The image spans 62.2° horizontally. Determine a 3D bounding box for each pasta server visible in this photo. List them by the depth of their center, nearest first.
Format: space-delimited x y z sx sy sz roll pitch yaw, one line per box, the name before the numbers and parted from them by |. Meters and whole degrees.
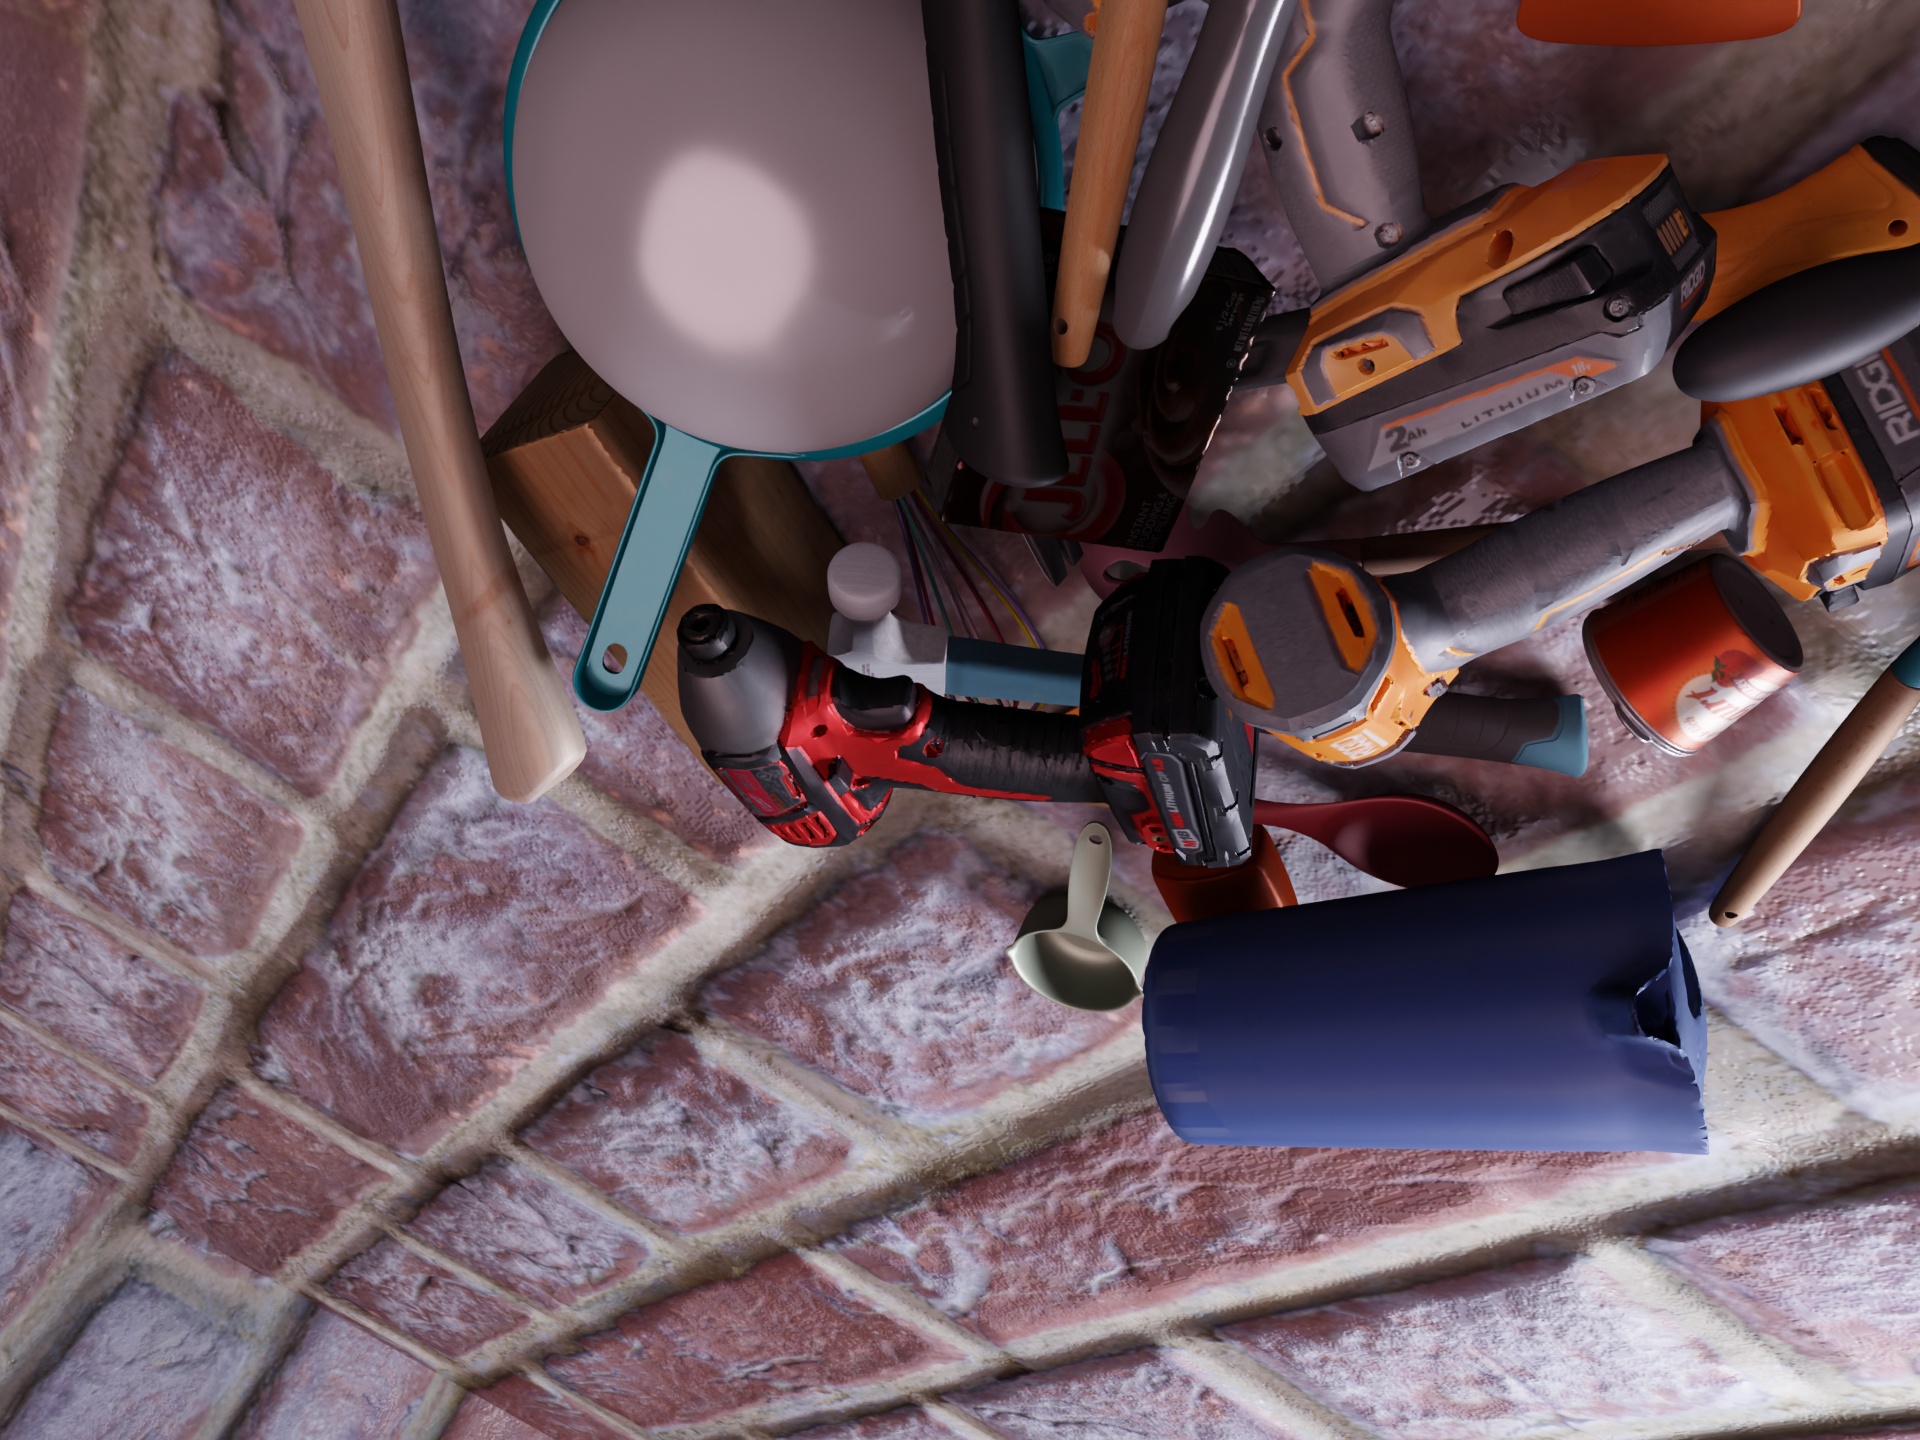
pasta server | 0.191 -0.074 0.643 0.316 0.040 0.060 -3 133 24

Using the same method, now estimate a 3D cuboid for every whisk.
whisk | 0.330 -0.146 0.409 0.284 0.070 0.070 -21 124 19
whisk | 0.081 -0.195 0.418 0.055 0.055 0.238 22 137 4
whisk | -0.021 -0.086 0.725 0.047 0.051 0.244 -1 131 36

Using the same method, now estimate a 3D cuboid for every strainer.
strainer | -0.097 -0.129 0.583 0.211 0.095 0.340 24 117 -4

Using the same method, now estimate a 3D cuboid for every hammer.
hammer | 0.004 -0.229 0.446 0.146 0.035 0.334 19 126 44
hammer | 0.159 -0.133 0.571 0.337 0.034 0.127 -7 115 30
hammer | -0.228 -0.158 0.650 0.146 0.038 0.410 5 115 27
hammer | 0.108 -0.011 0.684 0.331 0.033 0.128 7 150 0

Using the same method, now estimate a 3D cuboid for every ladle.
ladle | 0.099 0.038 0.754 0.315 0.031 0.069 9 142 -4

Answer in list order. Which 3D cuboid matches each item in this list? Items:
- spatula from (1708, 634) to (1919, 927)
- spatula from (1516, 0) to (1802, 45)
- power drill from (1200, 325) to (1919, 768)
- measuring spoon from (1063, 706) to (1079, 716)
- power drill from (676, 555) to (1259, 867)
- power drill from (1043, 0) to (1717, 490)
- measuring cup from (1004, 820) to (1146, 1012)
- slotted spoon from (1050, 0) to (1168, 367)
spatula | 0.363 -0.010 0.625 0.082 0.044 0.317 16 144 10
spatula | 0.185 -0.320 0.381 0.081 0.041 0.322 8 133 22
power drill | 0.206 -0.049 0.547 0.226 0.084 0.164 -24 164 18
measuring spoon | 0.053 0.005 0.812 0.021 0.011 0.117 42 134 -20
power drill | -0.001 -0.002 0.620 0.220 0.079 0.143 -1 149 19
power drill | 0.134 -0.200 0.458 0.185 0.084 0.226 -21 105 47
measuring cup | 0.072 0.100 0.883 0.083 0.038 0.167 16 137 12
slotted spoon | 0.057 -0.239 0.425 0.070 0.031 0.313 36 135 29
